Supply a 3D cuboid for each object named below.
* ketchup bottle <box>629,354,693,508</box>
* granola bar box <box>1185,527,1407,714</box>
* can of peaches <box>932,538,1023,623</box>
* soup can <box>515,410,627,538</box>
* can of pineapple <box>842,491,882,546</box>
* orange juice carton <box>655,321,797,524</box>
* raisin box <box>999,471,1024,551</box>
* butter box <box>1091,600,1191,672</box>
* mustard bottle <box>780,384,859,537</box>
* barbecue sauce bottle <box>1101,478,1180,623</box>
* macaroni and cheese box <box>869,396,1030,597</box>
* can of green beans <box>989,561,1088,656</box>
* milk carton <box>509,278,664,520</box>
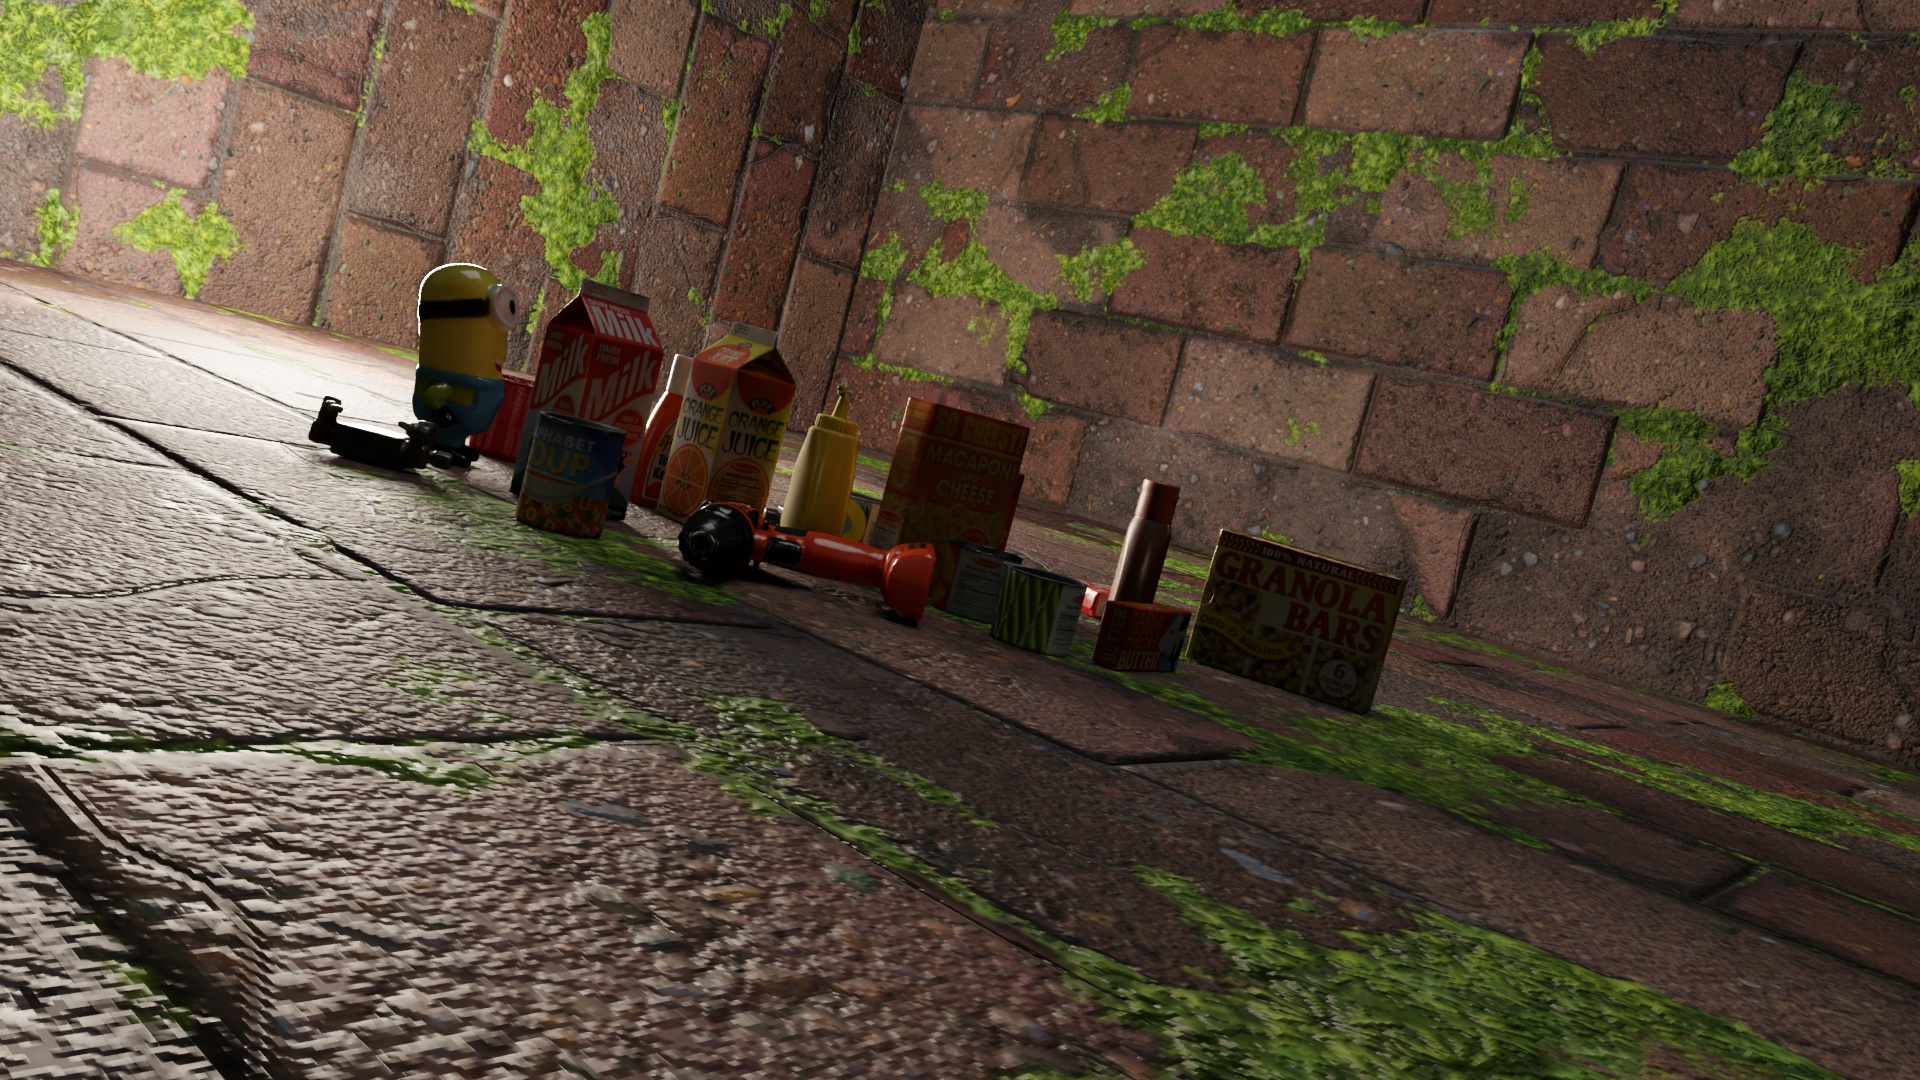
[{"bbox_3d":[-0.276,-0.104,1.344,0.065,0.148,0.043,12,5,-36],"label":"ketchup bottle"},{"bbox_3d":[0.297,0.069,1.237,0.165,0.124,0.039,17,5,24],"label":"granola bar box"},{"bbox_3d":[0.014,0.034,1.175,0.071,0.058,0.071,15,5,-1],"label":"can of peaches"},{"bbox_3d":[-0.296,-0.050,1.049,0.071,0.083,0.071,15,4,-1],"label":"soup can"},{"bbox_3d":[-0.105,-0.017,1.406,0.071,0.058,0.071,15,5,-1],"label":"can of pineapple"},{"bbox_3d":[-0.213,-0.106,1.290,0.072,0.192,0.073,19,6,44],"label":"orange juice carton"},{"bbox_3d":[0.005,-0.017,1.345,0.086,0.123,0.040,14,4,-12],"label":"raisin box"},{"bbox_3d":[0.147,0.077,1.116,0.024,0.053,0.103,18,6,37],"label":"butter box"},{"bbox_3d":[-0.124,-0.064,1.279,0.049,0.160,0.065,12,5,-32],"label":"mustard bottle"},{"bbox_3d":[0.177,0.016,1.346,0.044,0.148,0.065,16,4,14],"label":"barbecue sauce bottle"},{"bbox_3d":[-0.012,-0.034,1.231,0.124,0.166,0.040,11,6,-45],"label":"macaroni and cheese box"},{"bbox_3d":[0.061,0.054,1.090,0.071,0.057,0.071,15,5,-1],"label":"can of green beans"},{"bbox_3d":[-0.310,-0.119,1.167,0.073,0.190,0.072,18,5,39],"label":"milk carton"}]
